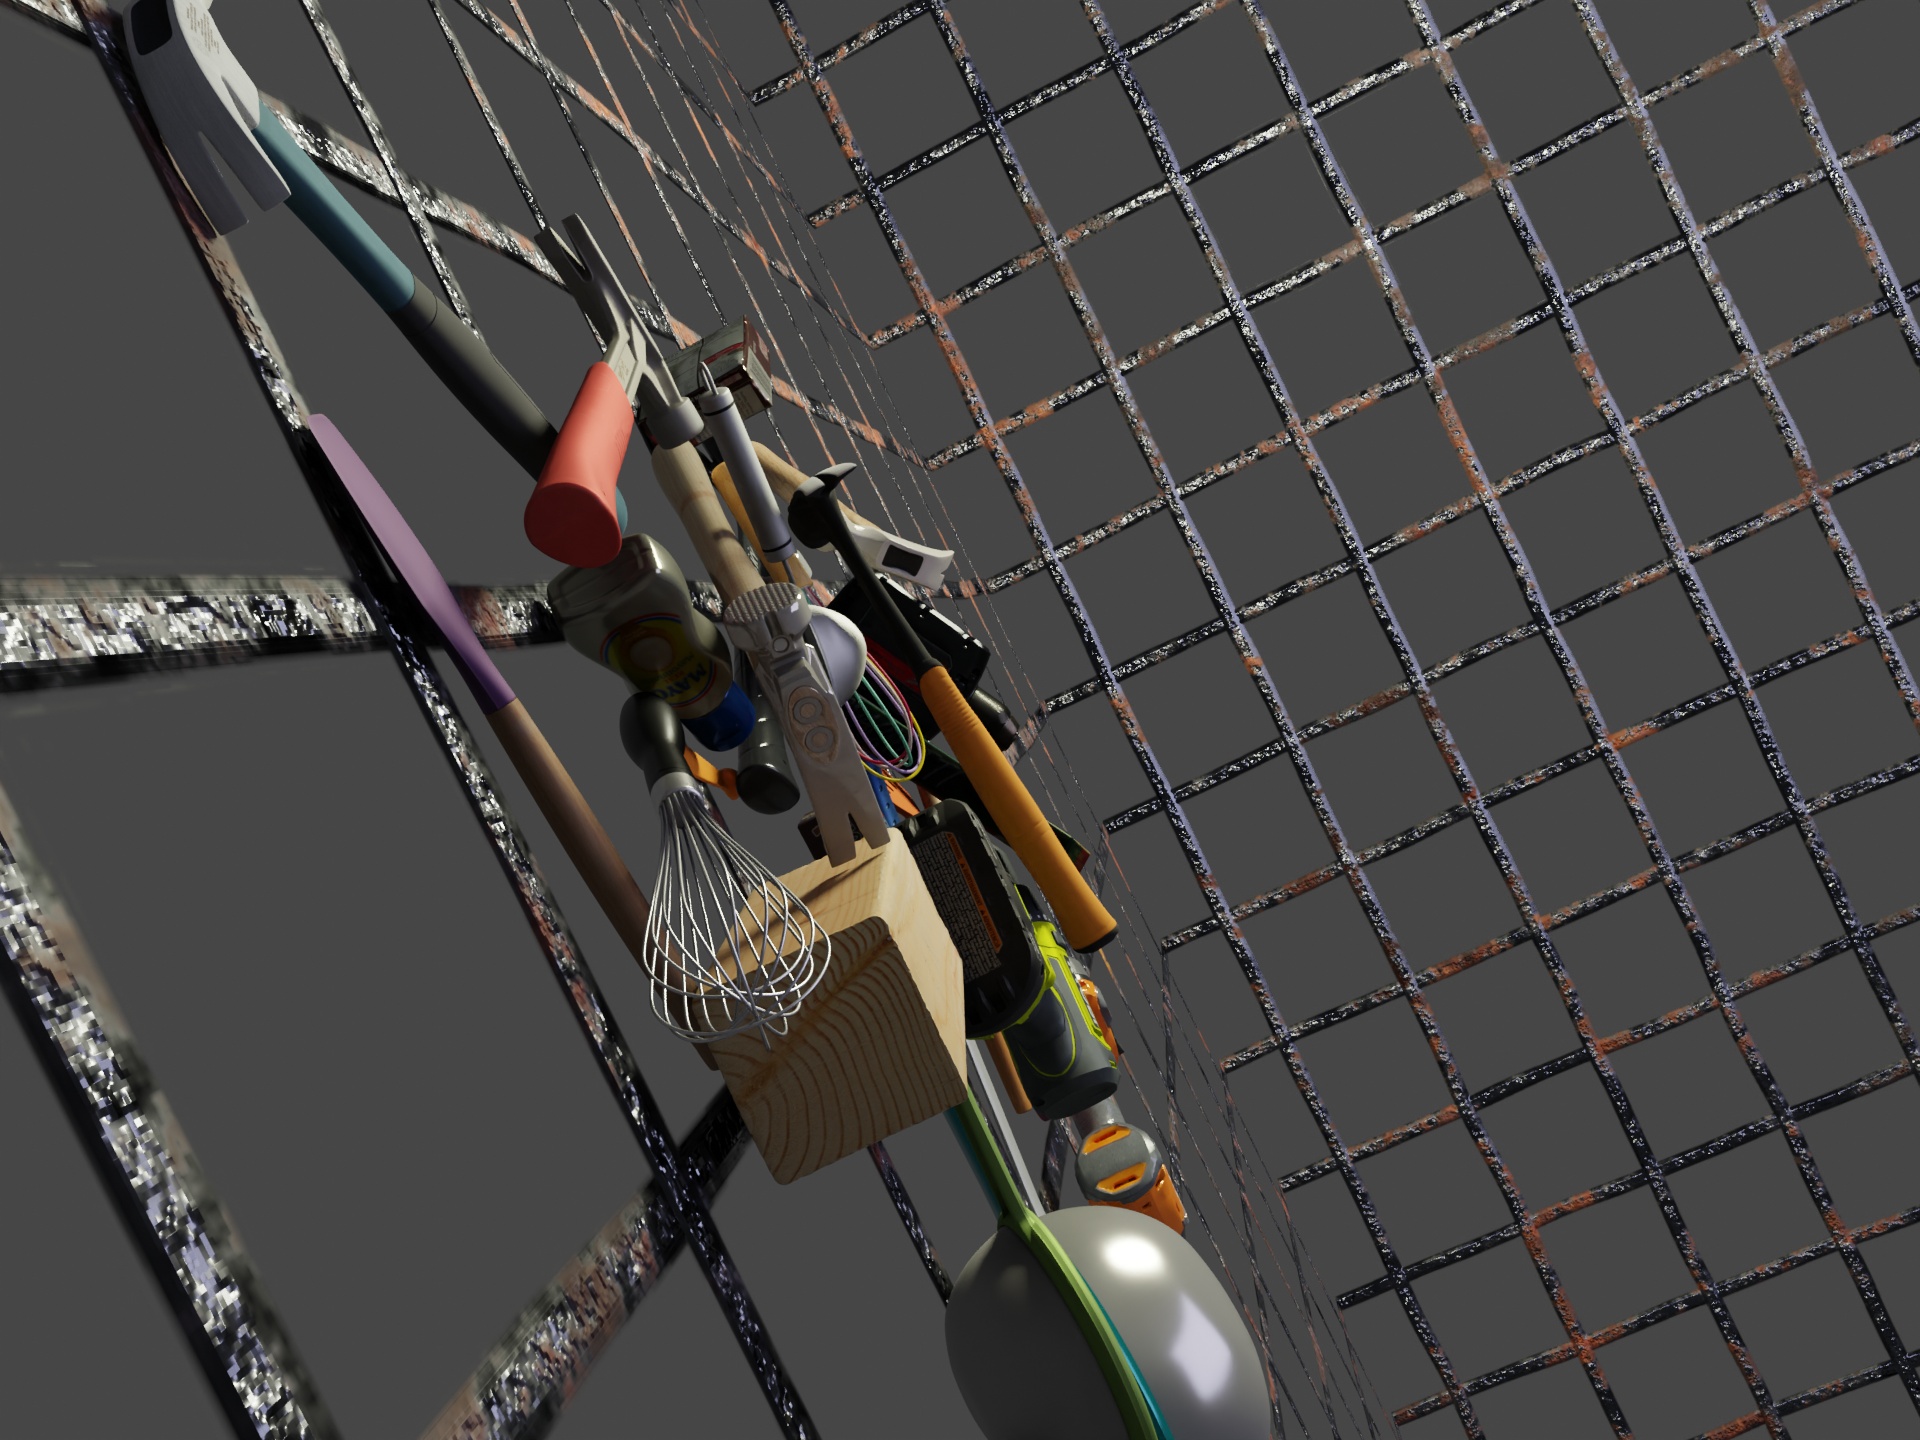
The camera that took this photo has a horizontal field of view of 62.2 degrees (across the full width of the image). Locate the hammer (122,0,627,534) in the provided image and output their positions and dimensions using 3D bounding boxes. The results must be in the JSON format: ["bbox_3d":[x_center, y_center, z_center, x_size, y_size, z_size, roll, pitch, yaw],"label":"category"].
[{"bbox_3d":[-0.254,-0.192,0.742,0.330,0.033,0.128,54,12,-52],"label":"hammer"}]

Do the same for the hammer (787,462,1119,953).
[{"bbox_3d":[-0.002,-0.003,0.969,0.337,0.034,0.127,57,-10,-3],"label":"hammer"}]

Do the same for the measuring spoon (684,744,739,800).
[{"bbox_3d":[-0.143,0.020,0.864,0.021,0.011,0.116,68,8,23],"label":"measuring spoon"}]

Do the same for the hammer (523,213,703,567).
[{"bbox_3d":[-0.191,-0.168,0.831,0.149,0.036,0.359,60,7,-25],"label":"hammer"}]

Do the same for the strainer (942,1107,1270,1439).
[{"bbox_3d":[0.081,0.308,0.923,0.341,0.095,0.210,58,-18,30],"label":"strainer"}]

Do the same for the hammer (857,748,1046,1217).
[{"bbox_3d":[-0.001,0.205,1.107,0.406,0.035,0.144,67,9,16],"label":"hammer"}]

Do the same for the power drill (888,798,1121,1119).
[{"bbox_3d":[0.018,0.135,0.982,0.191,0.080,0.228,66,7,28],"label":"power drill"}]

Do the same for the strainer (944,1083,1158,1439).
[{"bbox_3d":[0.014,0.279,0.794,0.256,0.069,0.151,66,-16,-6],"label":"strainer"}]

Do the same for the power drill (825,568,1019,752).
[{"bbox_3d":[-0.030,-0.035,1.223,0.188,0.080,0.227,35,-1,-3],"label":"power drill"}]

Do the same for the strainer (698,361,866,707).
[{"bbox_3d":[-0.104,-0.097,0.957,0.087,0.050,0.258,48,-18,59],"label":"strainer"}]

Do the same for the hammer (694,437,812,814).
[{"bbox_3d":[-0.137,-0.065,1.043,0.149,0.036,0.409,58,8,-30],"label":"hammer"}]

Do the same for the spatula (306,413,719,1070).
[{"bbox_3d":[-0.176,0.015,0.655,0.315,0.018,0.060,62,-4,-15],"label":"spatula"}]

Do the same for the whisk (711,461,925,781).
[{"bbox_3d":[-0.097,-0.065,1.045,0.245,0.047,0.051,58,-4,6],"label":"whisk"}]

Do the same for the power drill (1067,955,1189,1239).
[{"bbox_3d":[0.109,0.313,1.235,0.227,0.084,0.164,-115,-179,-49],"label":"power drill"}]

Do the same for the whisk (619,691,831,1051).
[{"bbox_3d":[-0.115,0.049,0.687,0.070,0.070,0.285,59,-3,-31],"label":"whisk"}]

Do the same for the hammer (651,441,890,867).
[{"bbox_3d":[-0.125,-0.072,0.906,0.411,0.038,0.146,-126,-165,-59],"label":"hammer"}]

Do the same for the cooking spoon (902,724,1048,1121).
[{"bbox_3d":[0.010,0.146,1.194,0.068,0.017,0.319,114,-41,-65],"label":"cooking spoon"}]

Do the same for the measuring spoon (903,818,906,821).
[{"bbox_3d":[-0.024,0.135,1.272,0.042,0.021,0.128,-11,84,-82],"label":"measuring spoon"}]

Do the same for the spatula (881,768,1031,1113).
[{"bbox_3d":[-0.019,0.153,1.216,0.081,0.041,0.322,-31,99,-80],"label":"spatula"}]

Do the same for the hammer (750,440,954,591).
[{"bbox_3d":[-0.106,-0.163,1.198,0.130,0.031,0.332,20,11,-31],"label":"hammer"}]
